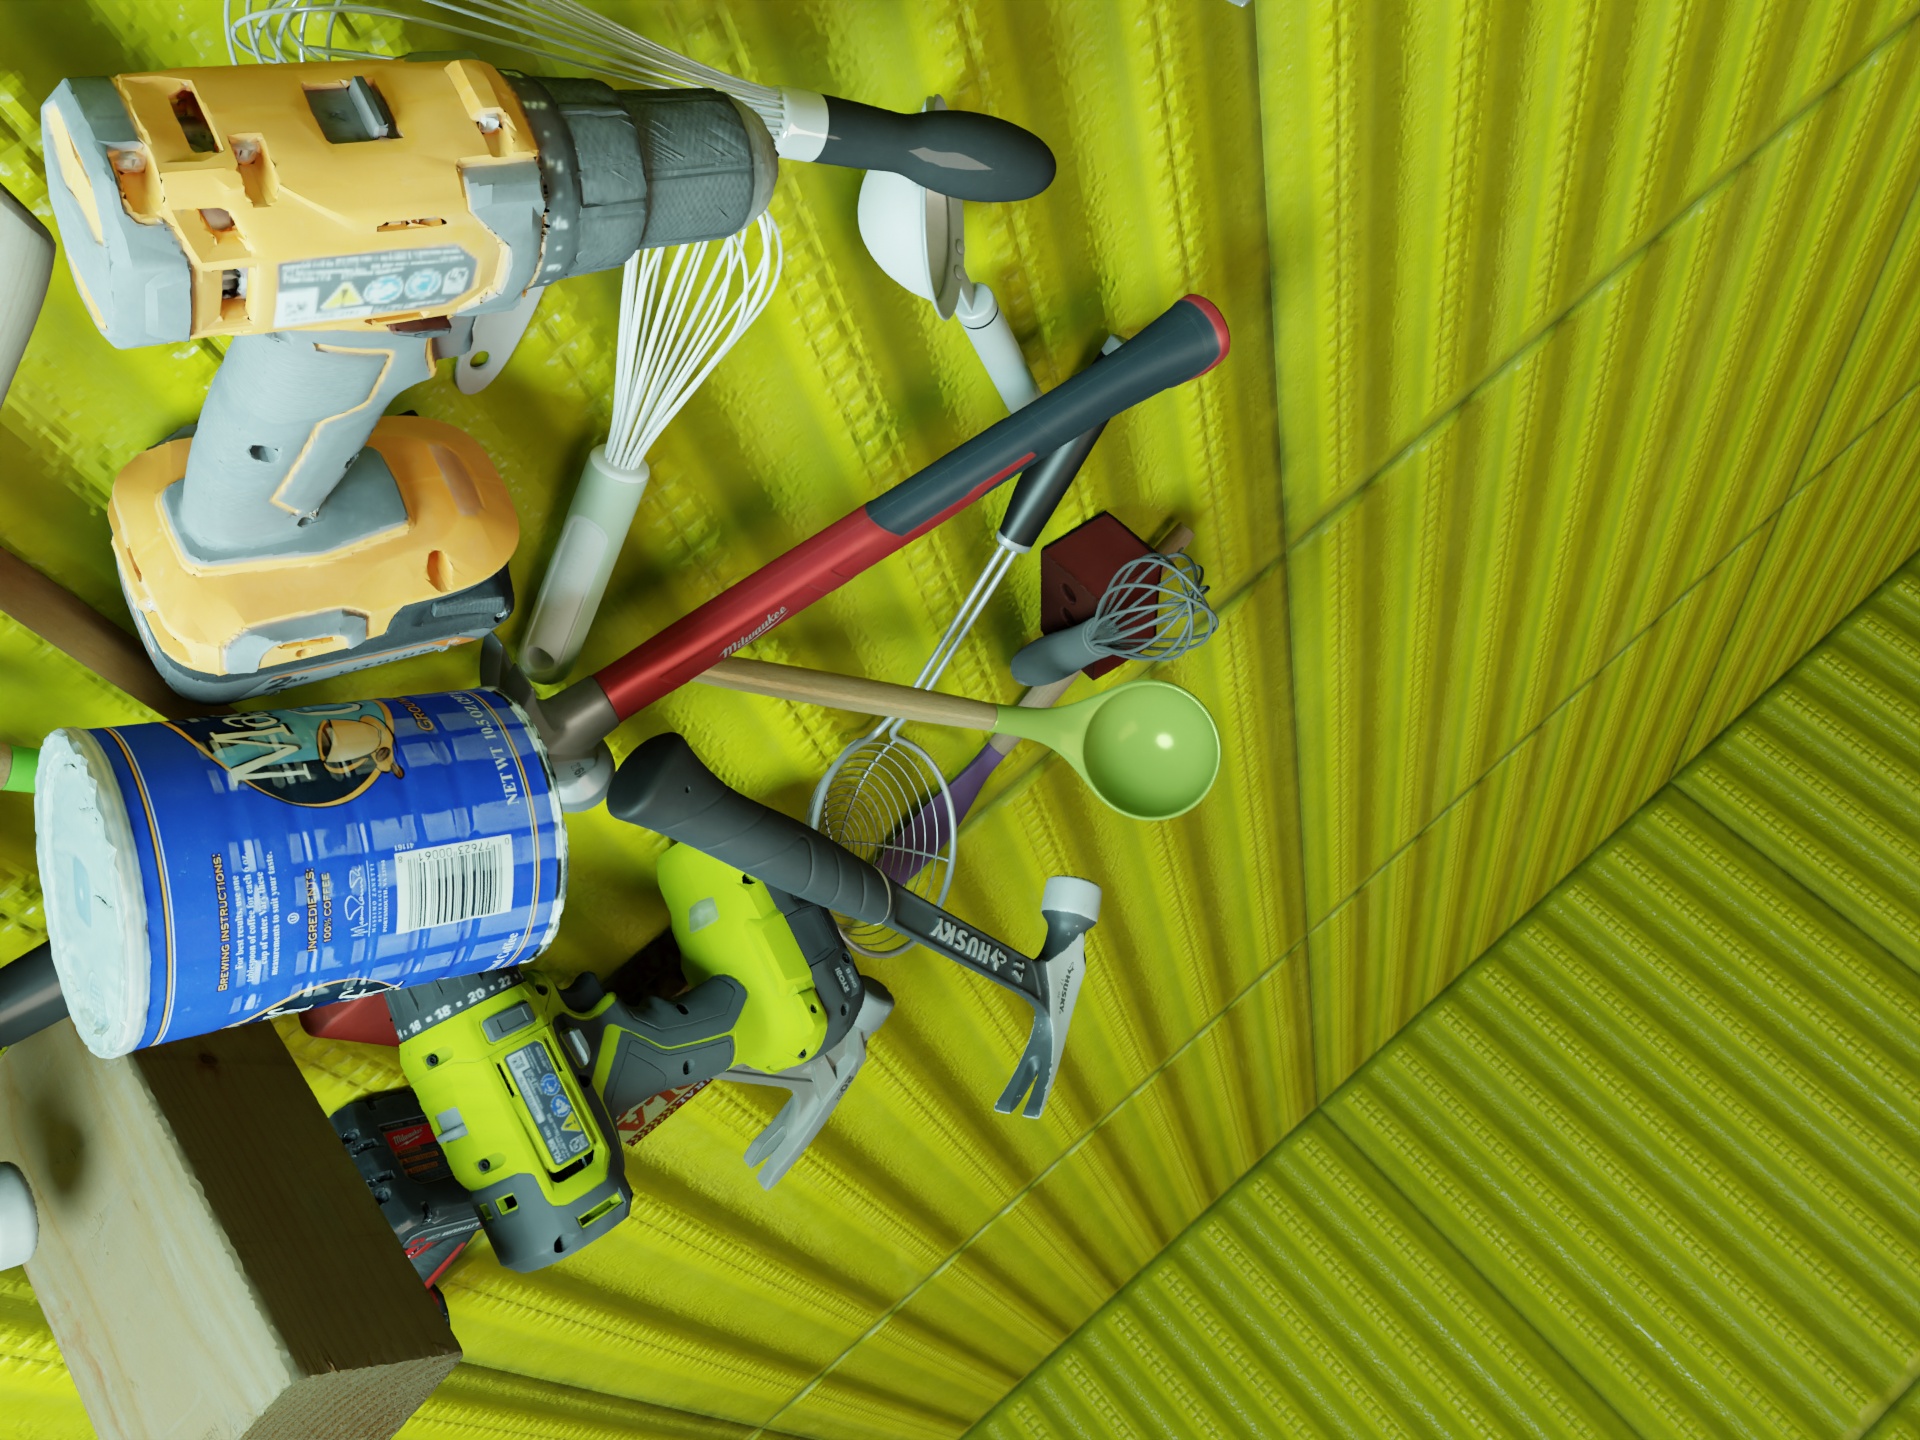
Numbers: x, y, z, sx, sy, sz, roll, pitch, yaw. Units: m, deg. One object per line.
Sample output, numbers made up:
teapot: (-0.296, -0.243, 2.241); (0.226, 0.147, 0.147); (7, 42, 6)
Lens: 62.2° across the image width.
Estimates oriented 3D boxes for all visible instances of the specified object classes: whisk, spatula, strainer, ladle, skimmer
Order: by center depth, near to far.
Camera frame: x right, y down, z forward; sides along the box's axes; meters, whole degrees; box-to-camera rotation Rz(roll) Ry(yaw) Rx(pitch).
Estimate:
spatula: (-0.299, -0.039, 0.499); (0.081, 0.041, 0.322); (-42, 152, -7)
whisk: (-0.082, -0.198, 0.509); (0.284, 0.070, 0.070); (-5, 133, -35)
whisk: (-0.131, -0.107, 0.625); (0.246, 0.058, 0.059); (-59, -177, 33)
strainer: (0.002, -0.185, 0.699); (0.258, 0.050, 0.087); (45, 46, -67)
ladle: (-0.001, -0.003, 0.815); (0.320, 0.062, 0.078); (10, 100, -30)
whisk: (0.073, -0.046, 0.860); (0.055, 0.055, 0.239); (-33, -176, -20)
skimmer: (0.018, -0.031, 0.867); (0.127, 0.090, 0.363); (-1, 129, -52)
spatula: (0.041, -0.001, 1.013); (0.316, 0.018, 0.059); (-50, 152, 12)

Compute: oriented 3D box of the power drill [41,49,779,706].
power drill: (-0.163, -0.103, 0.478); (0.185, 0.084, 0.226); (-19, 162, -33)

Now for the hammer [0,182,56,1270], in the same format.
hammer: (-0.329, 0.034, 0.456); (0.146, 0.038, 0.410); (-9, 130, -49)

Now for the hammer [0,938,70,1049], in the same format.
hammer: (-0.356, 0.109, 0.579); (0.331, 0.033, 0.128); (-33, 154, -27)

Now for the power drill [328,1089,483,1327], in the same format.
power drill: (-0.339, 0.306, 0.867); (0.187, 0.080, 0.226); (0, 131, -52)

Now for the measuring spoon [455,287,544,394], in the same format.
measuring spoon: (-0.153, -0.167, 0.554); (0.034, 0.018, 0.124); (-5, 139, -49)

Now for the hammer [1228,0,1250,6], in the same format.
hammer: (0.040, -0.322, 0.579); (0.331, 0.031, 0.130); (-23, 144, -33)

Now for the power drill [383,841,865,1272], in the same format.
power drill: (-0.168, 0.128, 0.775); (0.080, 0.190, 0.228); (-29, 176, 39)

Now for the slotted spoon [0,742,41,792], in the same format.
slotted spoon: (-0.330, 0.009, 0.502); (0.313, 0.031, 0.070); (14, 107, -48)

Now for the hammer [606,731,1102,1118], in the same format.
hammer: (-0.037, 0.101, 0.824); (0.408, 0.036, 0.149); (36, 61, -52)

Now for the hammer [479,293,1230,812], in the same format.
hammer: (-0.032, -0.095, 0.705); (0.386, 0.038, 0.143); (-34, 165, -15)

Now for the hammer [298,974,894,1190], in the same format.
hammer: (-0.191, 0.182, 0.863); (0.358, 0.037, 0.149); (23, 105, -48)
